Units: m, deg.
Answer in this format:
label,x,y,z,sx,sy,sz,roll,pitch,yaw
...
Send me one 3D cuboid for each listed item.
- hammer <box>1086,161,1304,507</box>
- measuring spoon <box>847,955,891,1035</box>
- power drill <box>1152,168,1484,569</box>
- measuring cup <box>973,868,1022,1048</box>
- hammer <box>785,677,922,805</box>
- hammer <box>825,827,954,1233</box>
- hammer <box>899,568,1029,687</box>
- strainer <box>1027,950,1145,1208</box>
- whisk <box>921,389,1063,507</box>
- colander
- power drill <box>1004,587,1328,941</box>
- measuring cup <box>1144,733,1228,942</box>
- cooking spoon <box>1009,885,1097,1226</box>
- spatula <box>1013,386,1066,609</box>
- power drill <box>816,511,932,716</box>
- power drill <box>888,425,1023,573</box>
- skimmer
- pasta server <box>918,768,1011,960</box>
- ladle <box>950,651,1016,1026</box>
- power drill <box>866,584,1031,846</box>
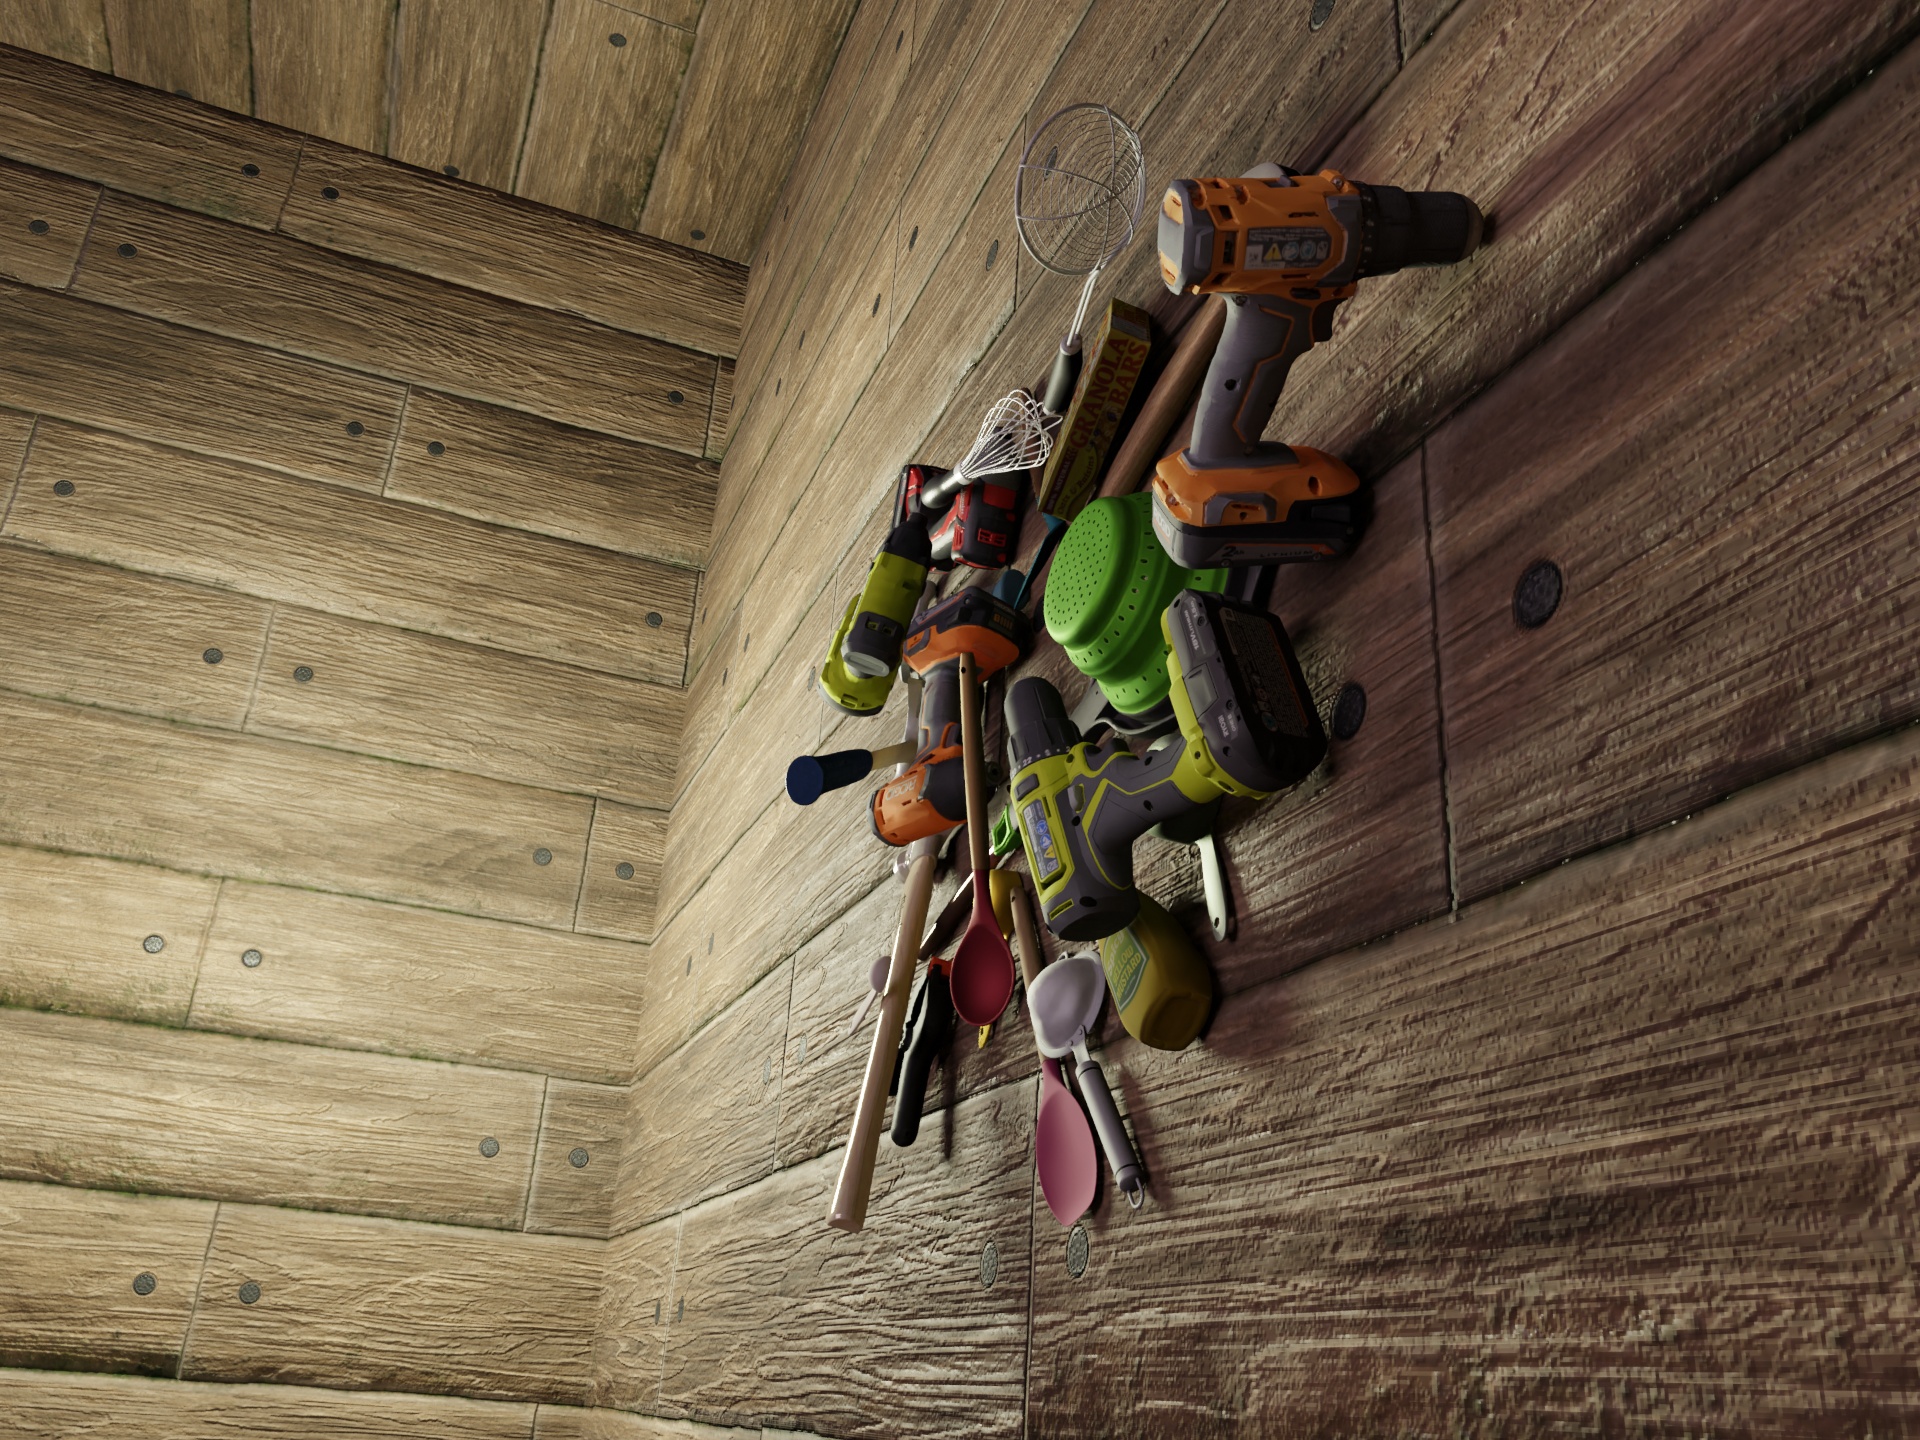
label,x,y,z,sx,sy,sz,roll,pitch,yaw
hammer,0.177,-0.281,1.237,0.331,0.031,0.130,119,155,-43
measuring spoon,-0.090,0.256,1.470,0.034,0.018,0.124,-81,14,-44
power drill,0.206,-0.210,0.946,0.084,0.185,0.226,-108,16,-57
measuring cup,0.022,0.206,1.385,0.062,0.029,0.156,164,118,-70
hammer,-0.090,0.035,1.534,0.405,0.035,0.144,-13,-64,-78
hammer,-0.060,0.261,1.456,0.146,0.038,0.411,120,166,-51
hammer,-0.002,-0.110,1.659,0.331,0.033,0.128,165,116,-70
strainer,0.090,0.247,1.148,0.087,0.050,0.259,-54,30,21
whisk,0.019,-0.242,1.489,0.284,0.070,0.070,162,119,-68
colander,0.087,-0.040,1.191,0.397,0.094,0.205,-57,25,36
power drill,0.115,0.015,1.039,0.228,0.080,0.191,-41,52,40
measuring cup,0.150,0.078,1.070,0.168,0.038,0.083,-94,24,-45
cooking spoon,0.067,0.248,1.243,0.068,0.017,0.319,-54,28,31
spatula,0.068,-0.229,1.513,0.318,0.044,0.082,-96,22,-46
power drill,-0.082,-0.105,1.644,0.223,0.080,0.171,124,165,-68
power drill,0.000,-0.226,1.666,0.220,0.078,0.143,-176,97,-68
skimmer,0.085,-0.374,1.360,0.127,0.090,0.363,-41,-9,-14
pasta server,0.010,0.140,1.455,0.316,0.040,0.060,122,165,-48
ladle,0.014,0.100,1.346,0.069,0.031,0.315,-2,93,38
power drill,-0.002,-0.005,1.456,0.164,0.084,0.227,-25,46,50
